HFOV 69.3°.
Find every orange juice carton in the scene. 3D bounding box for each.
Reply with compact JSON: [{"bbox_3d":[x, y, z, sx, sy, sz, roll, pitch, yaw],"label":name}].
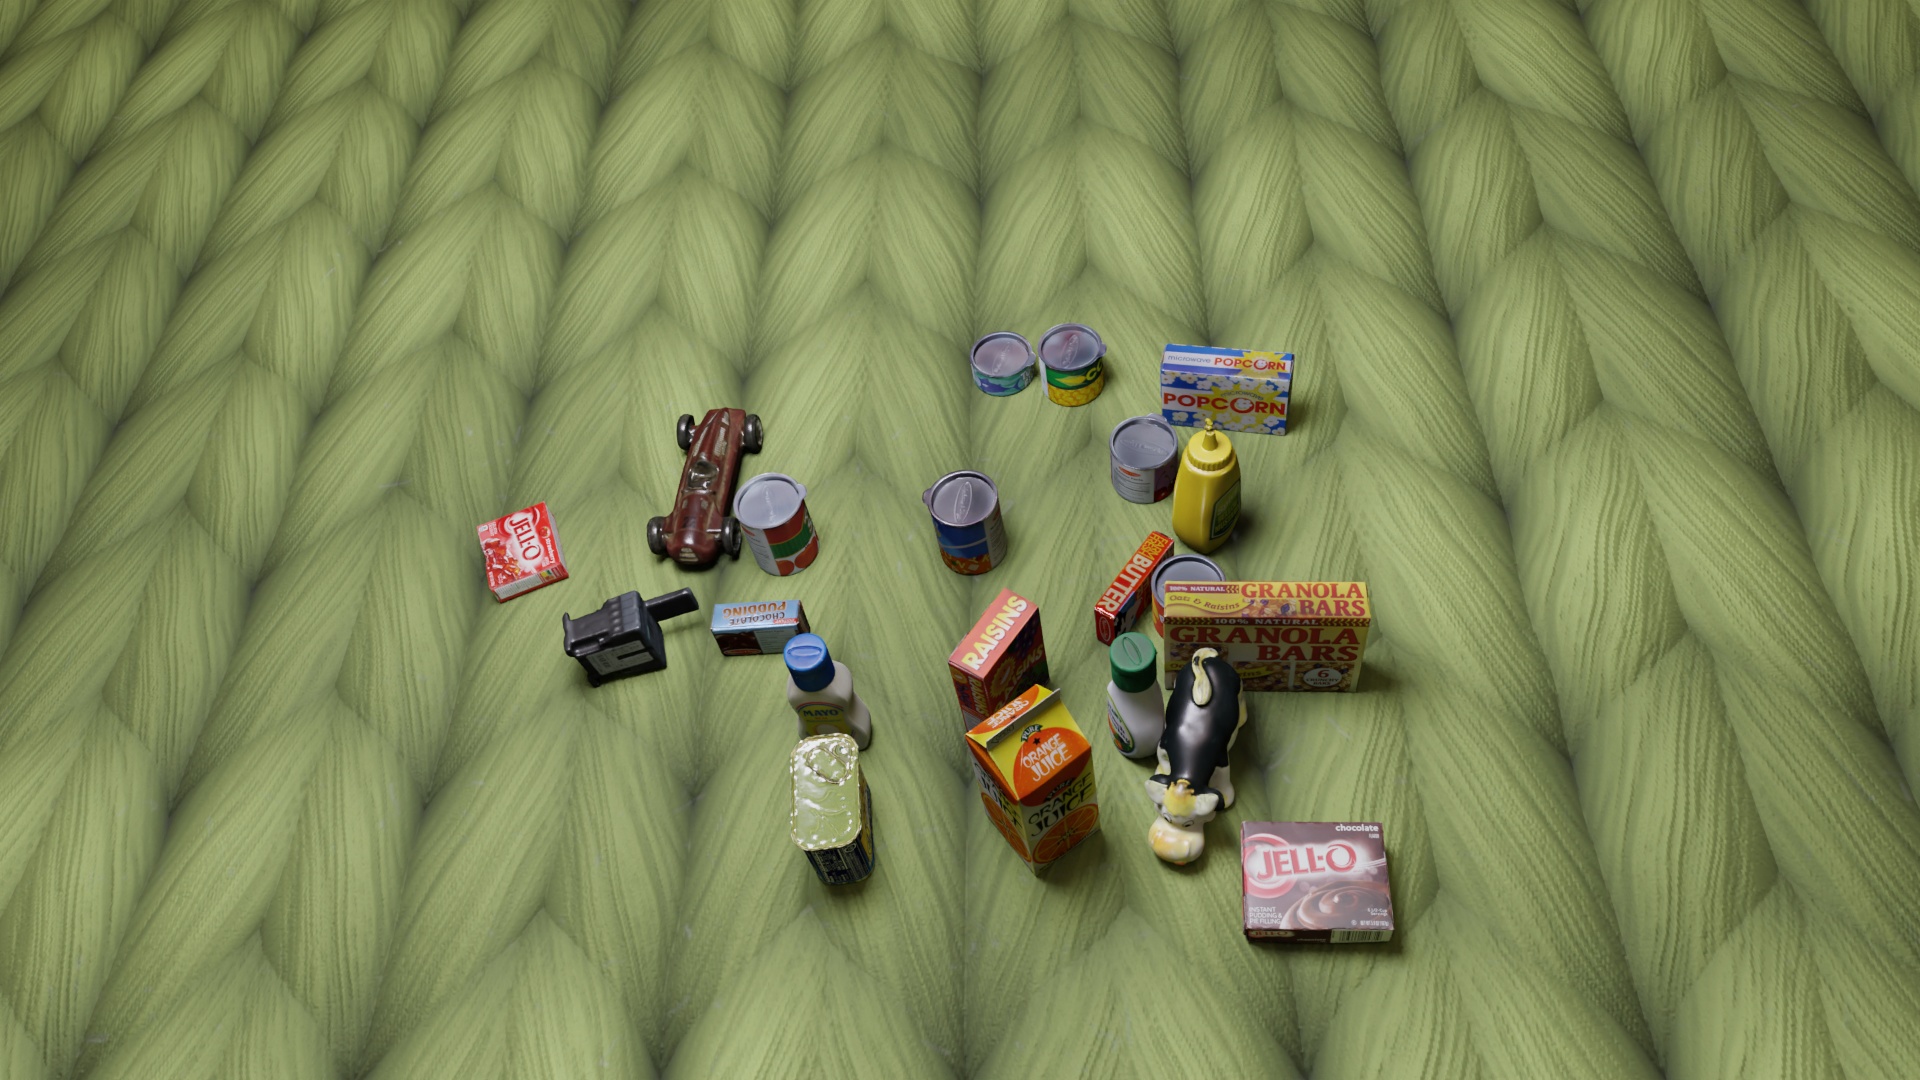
[{"bbox_3d":[0.058,0.183,1.099,0.072,0.191,0.073,-33,56,-15],"label":"orange juice carton"}]

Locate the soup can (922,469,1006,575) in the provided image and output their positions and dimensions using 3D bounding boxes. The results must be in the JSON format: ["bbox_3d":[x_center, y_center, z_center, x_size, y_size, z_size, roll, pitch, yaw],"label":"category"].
[{"bbox_3d":[0.005,-0.017,1.319,0.071,0.083,0.072,-4,54,6],"label":"soup can"}]

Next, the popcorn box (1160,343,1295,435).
[{"bbox_3d":[0.263,-0.150,1.376,0.127,0.084,0.038,7,56,13],"label":"popcorn box"}]

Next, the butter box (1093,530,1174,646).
[{"bbox_3d":[0.159,0.044,1.270,0.024,0.053,0.104,28,63,25],"label":"butter box"}]

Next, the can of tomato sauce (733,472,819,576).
[{"bbox_3d":[-0.175,-0.015,1.347,0.071,0.082,0.071,-4,54,6],"label":"can of tomato sauce"}]

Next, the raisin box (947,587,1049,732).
[{"bbox_3d":[0.035,0.111,1.198,0.040,0.122,0.086,27,63,25],"label":"raisin box"}]

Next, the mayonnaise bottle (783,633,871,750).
[{"bbox_3d":[-0.118,0.133,1.190,0.065,0.147,0.041,-3,54,7],"label":"mayonnaise bottle"}]

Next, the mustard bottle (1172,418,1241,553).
[{"bbox_3d":[0.225,-0.054,1.265,0.049,0.159,0.065,33,66,28],"label":"mustard bottle"}]

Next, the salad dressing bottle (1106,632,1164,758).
[{"bbox_3d":[0.145,0.128,1.153,0.044,0.147,0.064,-21,54,-6],"label":"salad dressing bottle"}]

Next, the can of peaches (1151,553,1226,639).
[{"bbox_3d":[0.205,0.057,1.251,0.071,0.057,0.071,-4,54,6],"label":"can of peaches"}]

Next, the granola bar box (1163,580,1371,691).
[{"bbox_3d":[0.257,0.082,1.184,0.165,0.123,0.039,0,55,9],"label":"granola bar box"}]

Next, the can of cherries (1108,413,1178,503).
[{"bbox_3d":[0.181,-0.080,1.354,0.071,0.058,0.072,-4,54,6],"label":"can of cherries"}]

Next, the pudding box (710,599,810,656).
[{"bbox_3d":[-0.186,0.082,1.298,0.084,0.049,0.030,-4,54,6],"label":"pudding box"}]

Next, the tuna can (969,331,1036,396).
[{"bbox_3d":[0.047,-0.186,1.468,0.071,0.032,0.071,-4,54,6],"label":"tuna can"}]

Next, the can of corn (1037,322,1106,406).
[{"bbox_3d":[0.117,-0.181,1.437,0.071,0.058,0.071,-4,54,6],"label":"can of corn"}]
